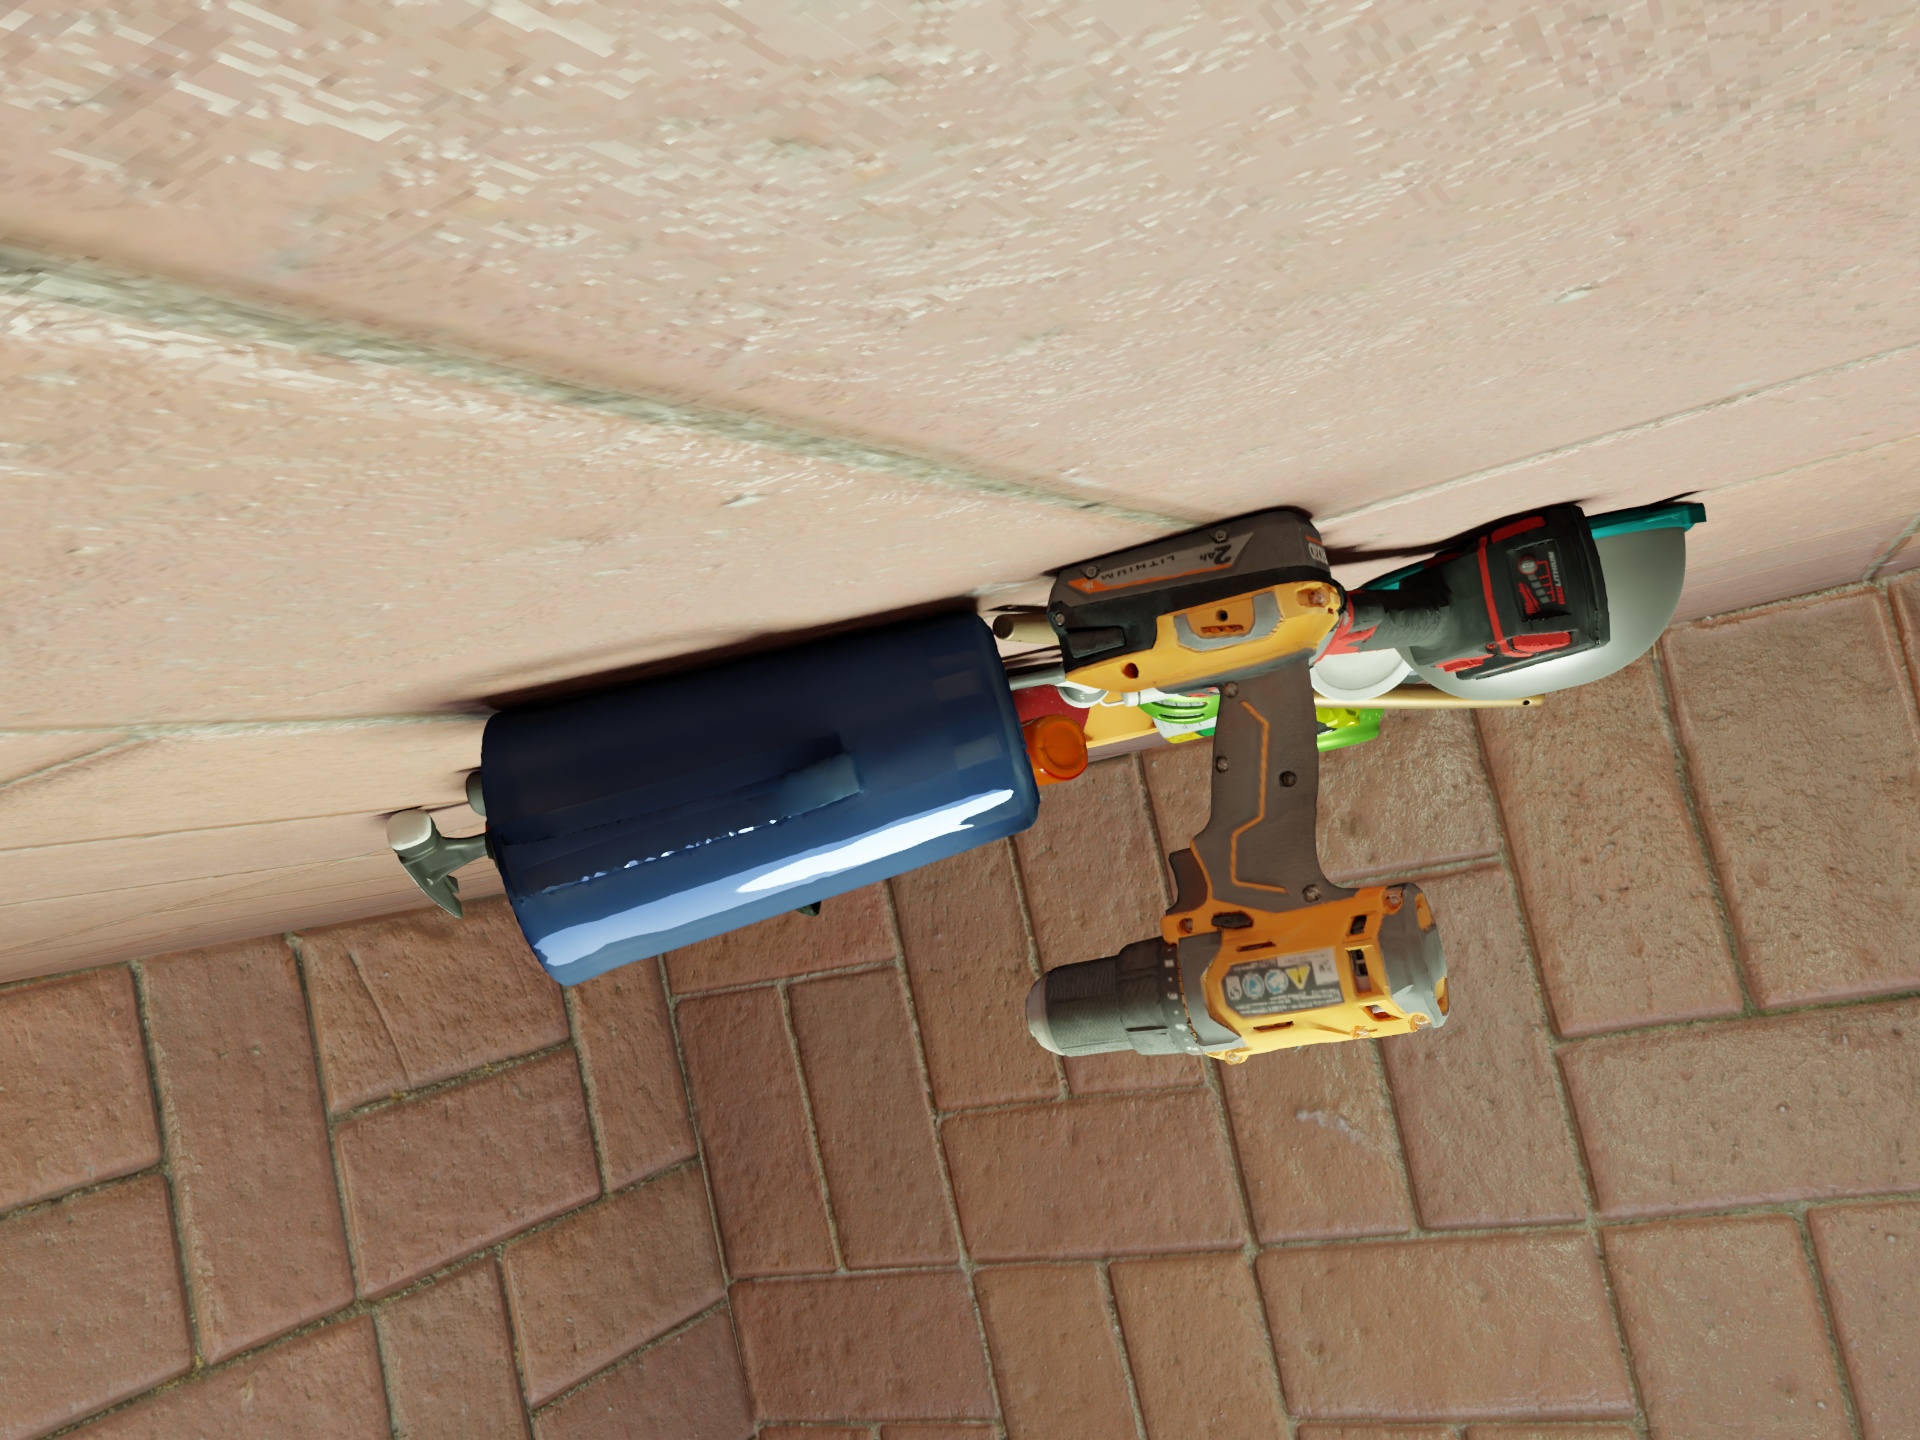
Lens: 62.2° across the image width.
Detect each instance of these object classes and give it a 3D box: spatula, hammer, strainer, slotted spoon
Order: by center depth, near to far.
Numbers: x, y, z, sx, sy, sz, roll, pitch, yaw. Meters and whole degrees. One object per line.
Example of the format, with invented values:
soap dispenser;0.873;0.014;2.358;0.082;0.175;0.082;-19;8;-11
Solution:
spatula;0.094;-0.051;0.908;0.060;0.018;0.315;-3;-179;28
hammer;-0.098;0.005;0.981;0.409;0.036;0.149;-12;174;-4
strainer;0.311;-0.049;1.040;0.340;0.095;0.211;-15;175;15
strainer;0.223;-0.042;1.145;0.258;0.086;0.050;-11;-145;-8
hammer;-0.240;0.066;1.183;0.337;0.034;0.127;-15;151;-6
slotted spoon;0.281;-0.020;1.194;0.313;0.031;0.070;1;135;0

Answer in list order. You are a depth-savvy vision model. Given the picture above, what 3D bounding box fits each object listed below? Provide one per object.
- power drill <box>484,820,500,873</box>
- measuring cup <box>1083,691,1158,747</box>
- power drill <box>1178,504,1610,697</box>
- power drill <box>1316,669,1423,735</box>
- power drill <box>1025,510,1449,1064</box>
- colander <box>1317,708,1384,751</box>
power drill;-0.197;0.068;1.052;0.226;0.080;0.188;-8;-171;-18
measuring cup;0.093;-0.005;1.296;0.173;0.052;0.095;-6;172;-44
power drill;0.226;-0.058;0.848;0.219;0.078;0.143;-8;174;-21
power drill;0.359;-0.054;1.258;0.228;0.080;0.190;-17;170;25
power drill;0.100;0.039;0.705;0.185;0.226;0.084;-14;175;23
colander;0.333;-0.015;1.546;0.204;0.094;0.397;-14;175;21
